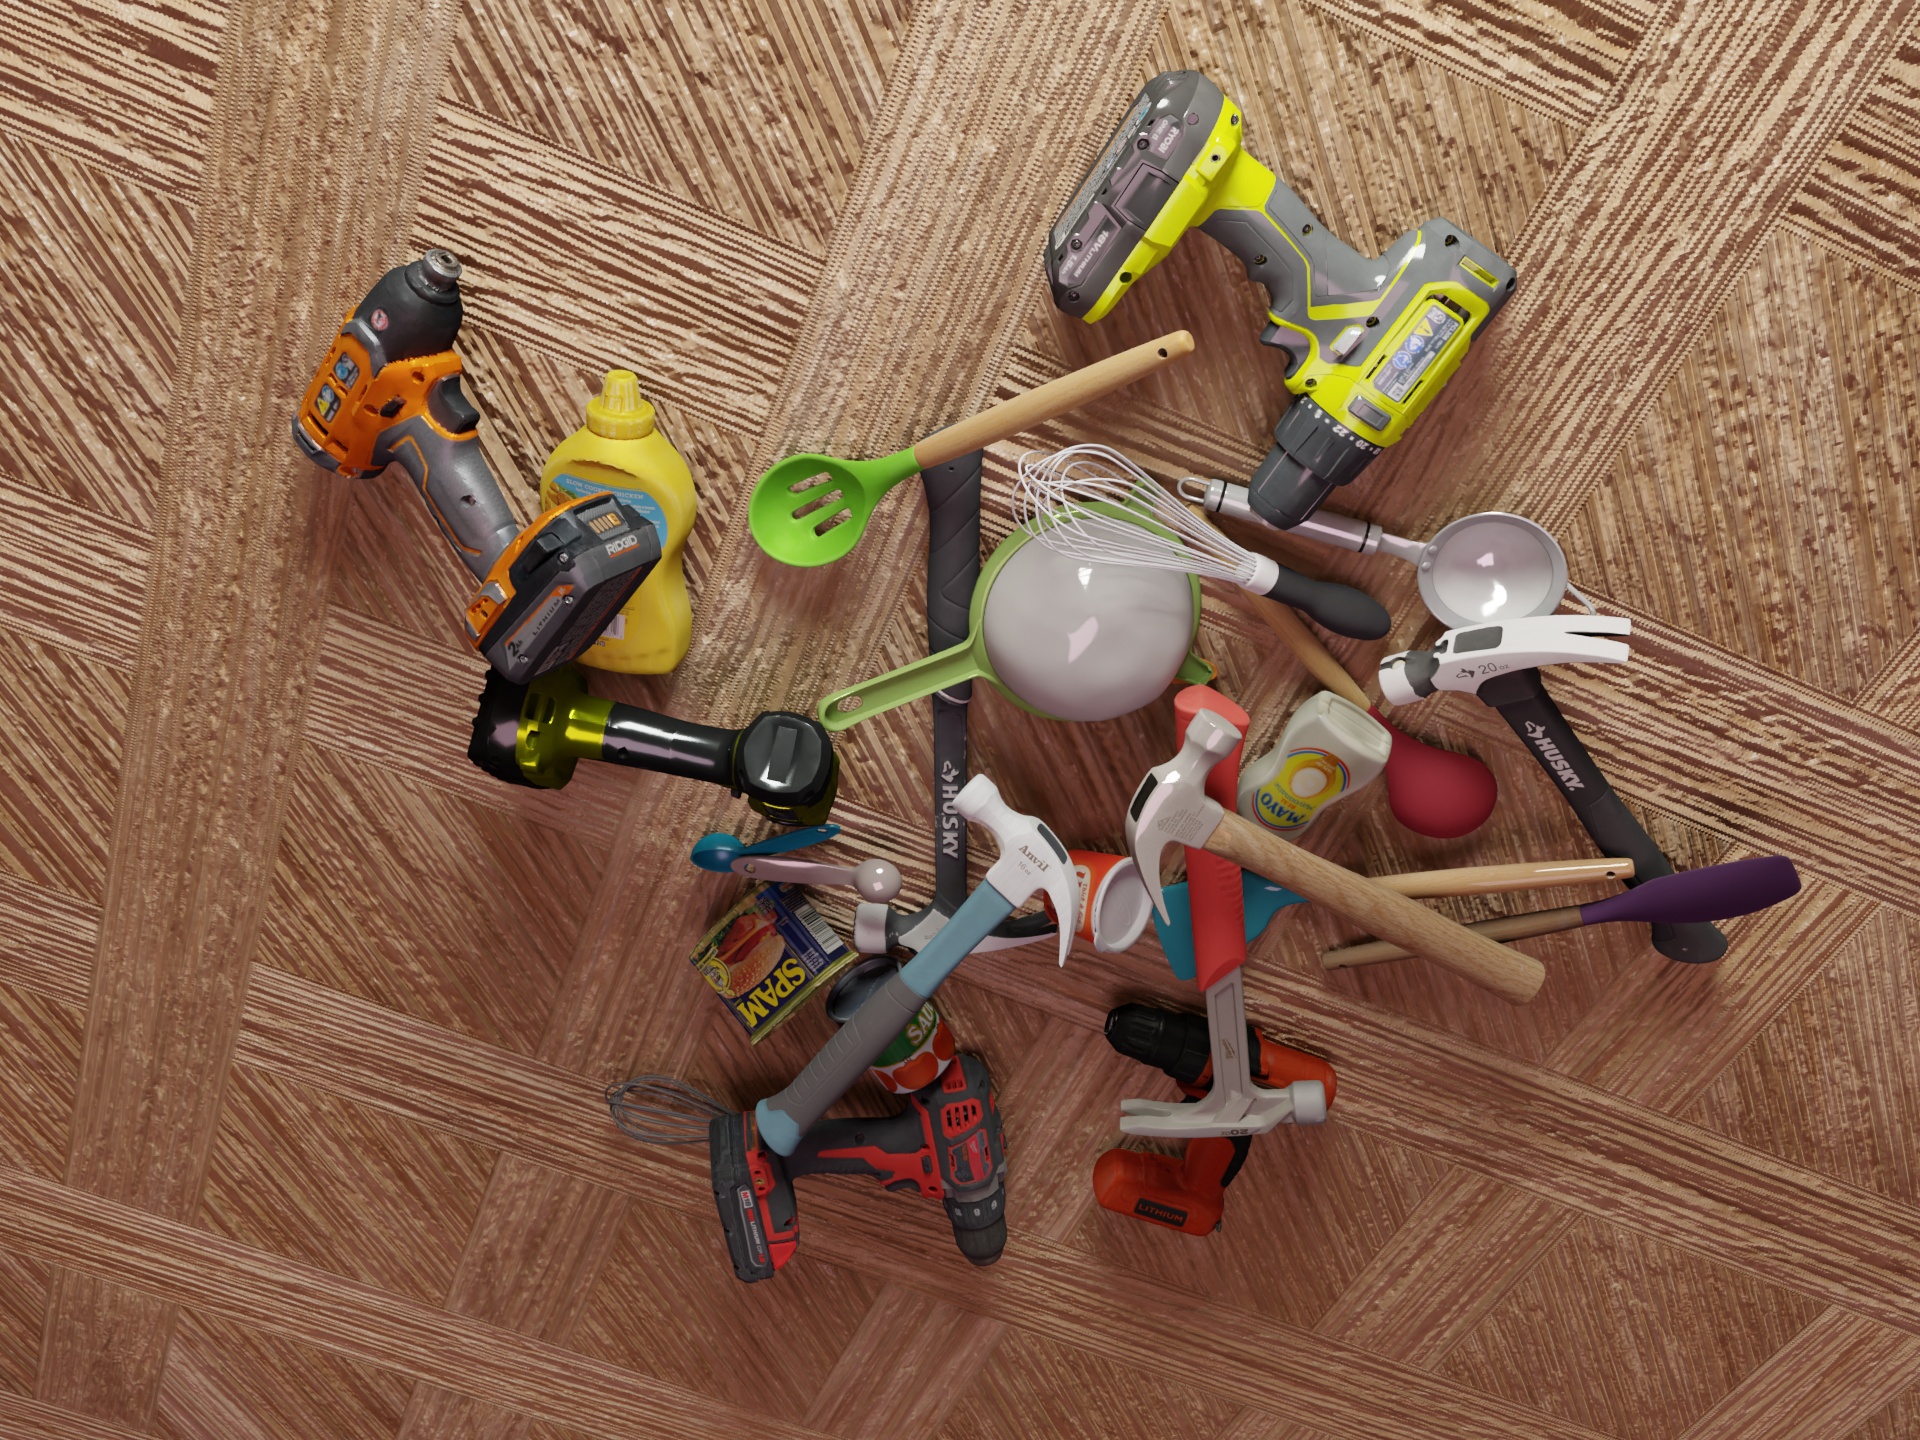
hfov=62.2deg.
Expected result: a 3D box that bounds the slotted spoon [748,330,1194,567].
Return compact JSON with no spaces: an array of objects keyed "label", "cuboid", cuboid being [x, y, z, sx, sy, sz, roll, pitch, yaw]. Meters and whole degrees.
[{"label":"slotted spoon","cuboid":[-0.002,-0.160,0.923,0.314,0.031,0.070,-17,107,35]}]

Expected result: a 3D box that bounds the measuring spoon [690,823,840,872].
[{"label":"measuring spoon","cuboid":[-0.136,0.082,1.124,0.128,0.021,0.042,-16,146,29]}]

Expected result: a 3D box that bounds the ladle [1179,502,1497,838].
[{"label":"ladle","cuboid":[0.245,-0.026,1.030,0.069,0.031,0.315,-38,110,22]}]

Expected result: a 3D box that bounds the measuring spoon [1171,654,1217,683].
[{"label":"measuring spoon","cuboid":[0.111,-0.039,1.045,0.117,0.011,0.021,7,111,-2]}]

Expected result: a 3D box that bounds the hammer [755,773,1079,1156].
[{"label":"hammer","cuboid":[-0.041,0.192,1.113,0.128,0.033,0.331,42,113,1]}]

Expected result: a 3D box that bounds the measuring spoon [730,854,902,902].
[{"label":"measuring spoon","cuboid":[-0.103,0.111,1.114,0.124,0.018,0.034,5,120,8]}]

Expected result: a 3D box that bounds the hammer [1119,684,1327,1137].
[{"label":"hammer","cuboid":[0.165,0.141,1.079,0.149,0.037,0.358,-4,119,10]}]

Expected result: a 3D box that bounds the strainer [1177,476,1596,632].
[{"label":"strainer","cuboid":[0.257,-0.110,0.967,0.258,0.050,0.086,16,128,2]}]

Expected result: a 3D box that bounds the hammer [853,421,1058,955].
[{"label":"hammer","cuboid":[-0.002,-0.003,1.063,0.149,0.036,0.408,3,122,3]}]

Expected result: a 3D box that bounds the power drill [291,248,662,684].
[{"label":"power drill","cuboid":[-0.283,-0.152,0.931,0.226,0.084,0.164,49,126,3]}]

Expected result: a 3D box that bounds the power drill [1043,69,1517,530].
[{"label":"power drill","cuboid":[0.162,-0.226,0.879,0.228,0.080,0.190,29,116,-15]}]

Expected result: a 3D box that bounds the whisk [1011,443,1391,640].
[{"label":"whisk","cuboid":[0.151,-0.098,0.945,0.284,0.070,0.070,18,124,-28]}]

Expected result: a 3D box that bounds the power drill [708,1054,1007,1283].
[{"label":"power drill","cuboid":[-0.072,0.369,1.252,0.226,0.080,0.187,-12,115,-5]}]

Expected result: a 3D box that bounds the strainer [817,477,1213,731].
[{"label":"strainer","cuboid":[0.035,-0.036,0.982,0.256,0.069,0.151,-21,119,0]}]

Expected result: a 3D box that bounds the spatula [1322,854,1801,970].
[{"label":"spatula","cuboid":[0.398,0.139,1.082,0.316,0.018,0.059,-16,132,29]}]

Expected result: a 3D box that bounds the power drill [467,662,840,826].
[{"label":"power drill","cuboid":[-0.191,0.022,1.041,0.223,0.171,0.080,12,78,1]}]

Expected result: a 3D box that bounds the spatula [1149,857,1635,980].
[{"label":"spatula","cuboid":[0.291,0.123,1.089,0.317,0.044,0.082,-9,117,24]}]

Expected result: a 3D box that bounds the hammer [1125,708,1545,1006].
[{"label":"hammer","cuboid":[0.249,0.115,1.030,0.331,0.031,0.130,26,108,-21]}]

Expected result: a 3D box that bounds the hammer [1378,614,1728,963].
[{"label":"hammer","cuboid":[0.418,0.054,1.030,0.146,0.035,0.334,-17,128,41]}]

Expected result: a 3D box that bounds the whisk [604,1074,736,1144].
[{"label":"whisk","cuboid":[-0.170,0.329,1.284,0.239,0.055,0.055,14,122,-8]}]
